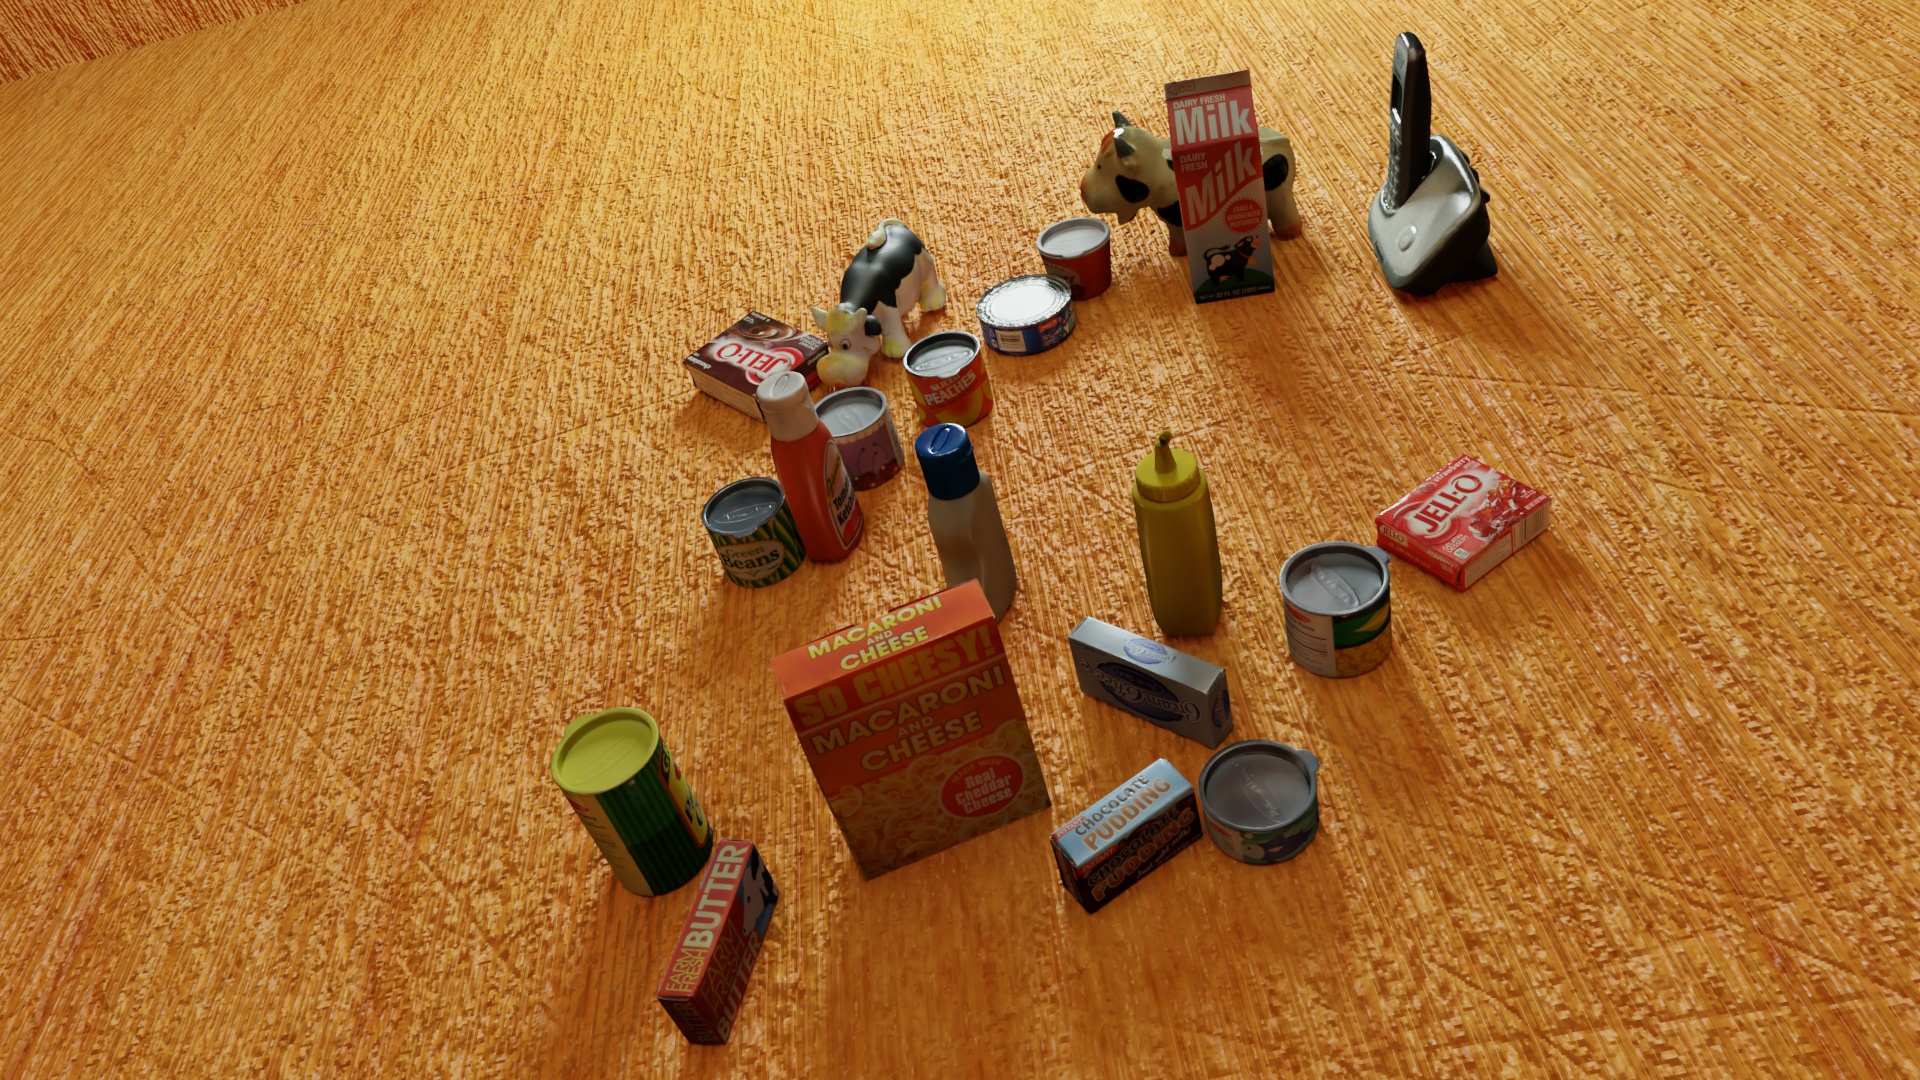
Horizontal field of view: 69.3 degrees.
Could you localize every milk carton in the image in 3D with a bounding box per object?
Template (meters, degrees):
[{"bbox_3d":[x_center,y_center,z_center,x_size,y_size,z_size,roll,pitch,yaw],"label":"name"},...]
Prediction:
[{"bbox_3d":[0.220,-0.304,1.179,0.072,0.189,0.074,-7,40,12],"label":"milk carton"}]

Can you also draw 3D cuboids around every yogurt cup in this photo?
[{"bbox_3d":[0.107,-0.256,1.268,0.072,0.053,0.073,-10,40,8],"label":"yogurt cup"}]

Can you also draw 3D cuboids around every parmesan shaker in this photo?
[{"bbox_3d":[-0.200,0.159,0.852,0.071,0.102,0.072,-10,40,8],"label":"parmesan shaker"}]

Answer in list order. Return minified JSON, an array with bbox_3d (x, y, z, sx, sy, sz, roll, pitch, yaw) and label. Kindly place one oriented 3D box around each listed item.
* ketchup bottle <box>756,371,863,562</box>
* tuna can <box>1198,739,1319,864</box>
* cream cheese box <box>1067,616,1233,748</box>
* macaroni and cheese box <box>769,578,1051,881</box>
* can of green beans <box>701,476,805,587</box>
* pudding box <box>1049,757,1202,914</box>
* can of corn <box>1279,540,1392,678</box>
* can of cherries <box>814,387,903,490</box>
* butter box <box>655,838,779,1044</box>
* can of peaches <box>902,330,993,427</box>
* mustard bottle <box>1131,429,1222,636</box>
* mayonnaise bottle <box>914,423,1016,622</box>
[{"bbox_3d":[-0.113,-0.056,1.038,0.043,0.148,0.065,-2,42,17],"label":"ketchup bottle"},{"bbox_3d":[0.173,0.148,0.792,0.071,0.032,0.071,-10,40,8],"label":"tuna can"},{"bbox_3d":[0.118,0.088,0.865,0.104,0.053,0.024,20,52,36],"label":"cream cheese box"},{"bbox_3d":[-0.025,0.112,0.798,0.124,0.165,0.040,-21,40,-6],"label":"macaroni and cheese box"},{"bbox_3d":[-0.158,-0.006,1.066,0.071,0.057,0.071,-10,40,8],"label":"can of green beans"},{"bbox_3d":[0.094,0.166,0.785,0.084,0.049,0.030,-31,41,-16],"label":"pudding box"},{"bbox_3d":[0.238,0.043,0.872,0.071,0.058,0.071,-10,40,8],"label":"can of corn"},{"bbox_3d":[-0.087,-0.082,1.129,0.071,0.058,0.072,-10,40,8],"label":"can of cherries"},{"bbox_3d":[-0.136,0.227,0.790,0.024,0.053,0.104,-1,42,18],"label":"butter box"},{"bbox_3d":[-0.009,-0.132,1.161,0.071,0.057,0.071,-10,40,8],"label":"can of peaches"},{"bbox_3d":[0.138,-0.010,0.888,0.049,0.159,0.066,-4,41,16],"label":"mustard bottle"},{"bbox_3d":[0.003,-0.012,0.946,0.041,0.147,0.065,2,43,22],"label":"mayonnaise bottle"}]
